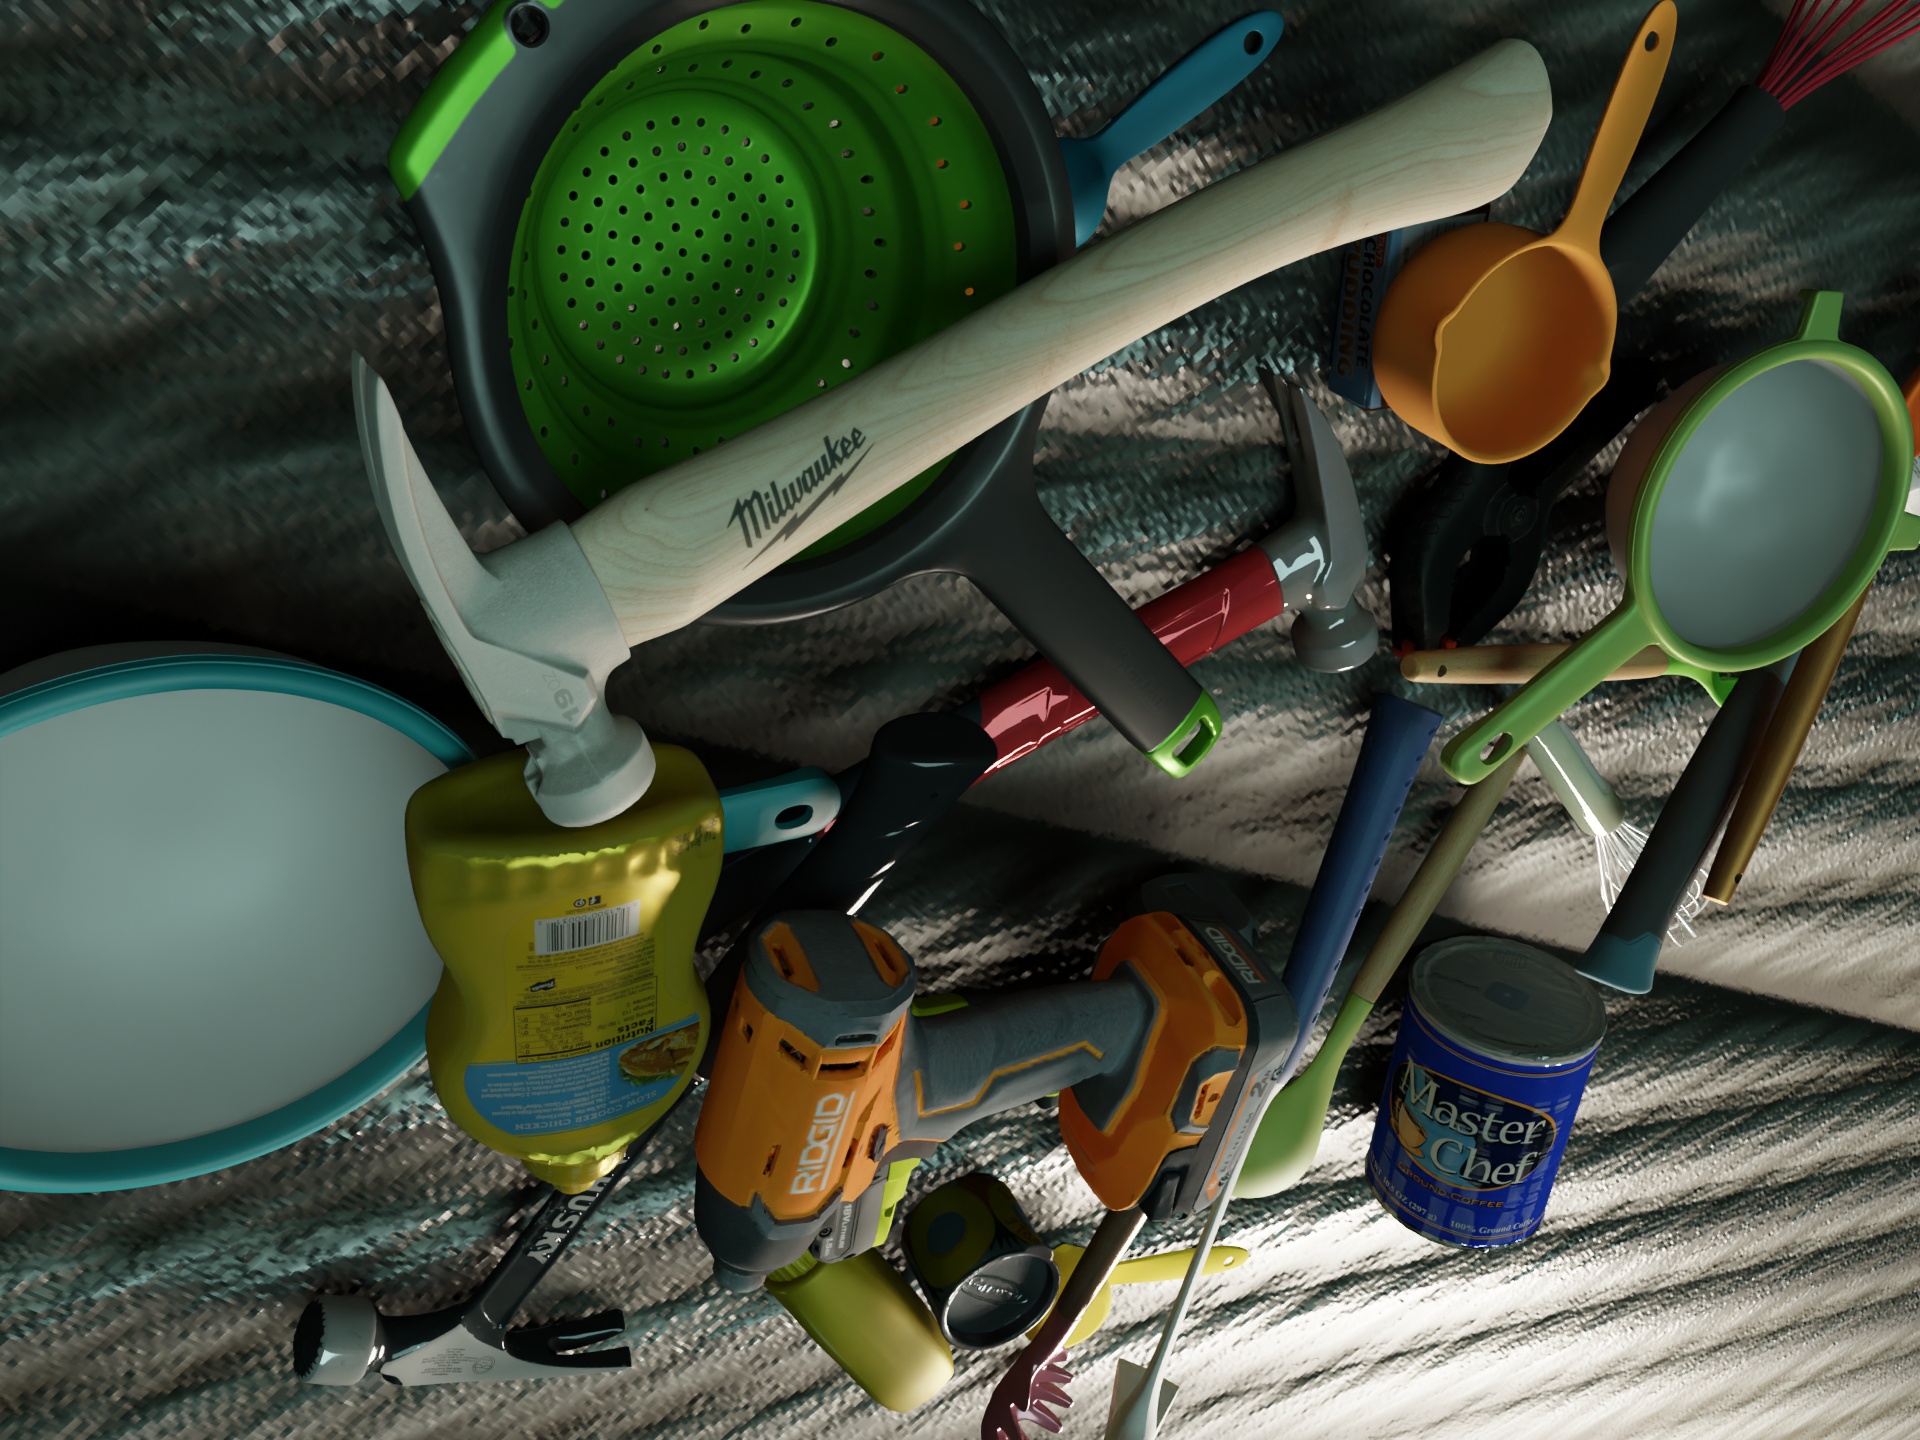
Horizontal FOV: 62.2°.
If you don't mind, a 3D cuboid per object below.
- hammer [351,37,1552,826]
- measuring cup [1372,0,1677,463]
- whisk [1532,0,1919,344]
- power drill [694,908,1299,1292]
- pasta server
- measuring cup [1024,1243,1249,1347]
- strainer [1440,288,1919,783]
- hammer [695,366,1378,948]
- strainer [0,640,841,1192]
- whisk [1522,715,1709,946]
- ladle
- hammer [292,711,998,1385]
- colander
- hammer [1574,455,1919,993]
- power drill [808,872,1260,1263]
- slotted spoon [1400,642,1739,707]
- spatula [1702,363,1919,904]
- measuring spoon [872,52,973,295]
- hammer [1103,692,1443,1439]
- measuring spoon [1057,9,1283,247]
[{"bbox_3d":[0.025,-0.128,0.491,0.410,0.038,0.146,-32,128,-17],"label":"hammer"},{"bbox_3d":[0.219,-0.189,0.614,0.095,0.052,0.173,6,113,-30],"label":"measuring cup"},{"bbox_3d":[0.342,-0.268,0.653,0.296,0.073,0.073,-48,127,5],"label":"whisk"},{"bbox_3d":[0.006,0.152,0.627,0.226,0.084,0.164,3,120,-29],"label":"power drill"},{"bbox_3d":[0.071,0.288,0.807,0.060,0.040,0.316,-29,148,-51],"label":"pasta server"},{"bbox_3d":[0.102,0.323,0.903,0.156,0.029,0.062,-1,118,-23],"label":"measuring cup"},{"bbox_3d":[0.308,-0.068,0.726,0.256,0.069,0.151,-40,120,2],"label":"strainer"},{"bbox_3d":[-0.001,-0.002,0.662,0.386,0.038,0.143,-29,125,-8],"label":"hammer"},{"bbox_3d":[-0.209,0.037,0.556,0.340,0.095,0.210,-11,130,-32],"label":"strainer"},{"bbox_3d":[0.344,0.054,0.845,0.059,0.058,0.246,-33,132,18],"label":"whisk"},{"bbox_3d":[0.218,0.117,0.843,0.078,0.062,0.320,24,98,-37],"label":"ladle"},{"bbox_3d":[-0.116,0.151,0.651,0.149,0.036,0.409,21,118,-36],"label":"hammer"},{"bbox_3d":[-0.026,-0.099,0.560,0.204,0.095,0.396,-49,132,-1],"label":"colander"},{"bbox_3d":[0.403,-0.008,0.805,0.128,0.033,0.331,35,82,-33],"label":"hammer"},{"bbox_3d":[0.026,0.177,0.756,0.228,0.080,0.190,-7,123,-25],"label":"power drill"},{"bbox_3d":[0.330,-0.032,0.790,0.313,0.031,0.070,-3,110,-33],"label":"slotted spoon"},{"bbox_3d":[0.438,-0.057,0.770,0.081,0.041,0.322,24,90,-36],"label":"spatula"},{"bbox_3d":[-0.007,-0.192,0.569,0.021,0.011,0.116,-32,130,-6],"label":"measuring spoon"},{"bbox_3d":[0.145,0.182,0.774,0.144,0.035,0.405,16,95,-77],"label":"hammer"},{"bbox_3d":[0.071,-0.217,0.582,0.128,0.021,0.042,-38,127,0],"label":"measuring spoon"}]
